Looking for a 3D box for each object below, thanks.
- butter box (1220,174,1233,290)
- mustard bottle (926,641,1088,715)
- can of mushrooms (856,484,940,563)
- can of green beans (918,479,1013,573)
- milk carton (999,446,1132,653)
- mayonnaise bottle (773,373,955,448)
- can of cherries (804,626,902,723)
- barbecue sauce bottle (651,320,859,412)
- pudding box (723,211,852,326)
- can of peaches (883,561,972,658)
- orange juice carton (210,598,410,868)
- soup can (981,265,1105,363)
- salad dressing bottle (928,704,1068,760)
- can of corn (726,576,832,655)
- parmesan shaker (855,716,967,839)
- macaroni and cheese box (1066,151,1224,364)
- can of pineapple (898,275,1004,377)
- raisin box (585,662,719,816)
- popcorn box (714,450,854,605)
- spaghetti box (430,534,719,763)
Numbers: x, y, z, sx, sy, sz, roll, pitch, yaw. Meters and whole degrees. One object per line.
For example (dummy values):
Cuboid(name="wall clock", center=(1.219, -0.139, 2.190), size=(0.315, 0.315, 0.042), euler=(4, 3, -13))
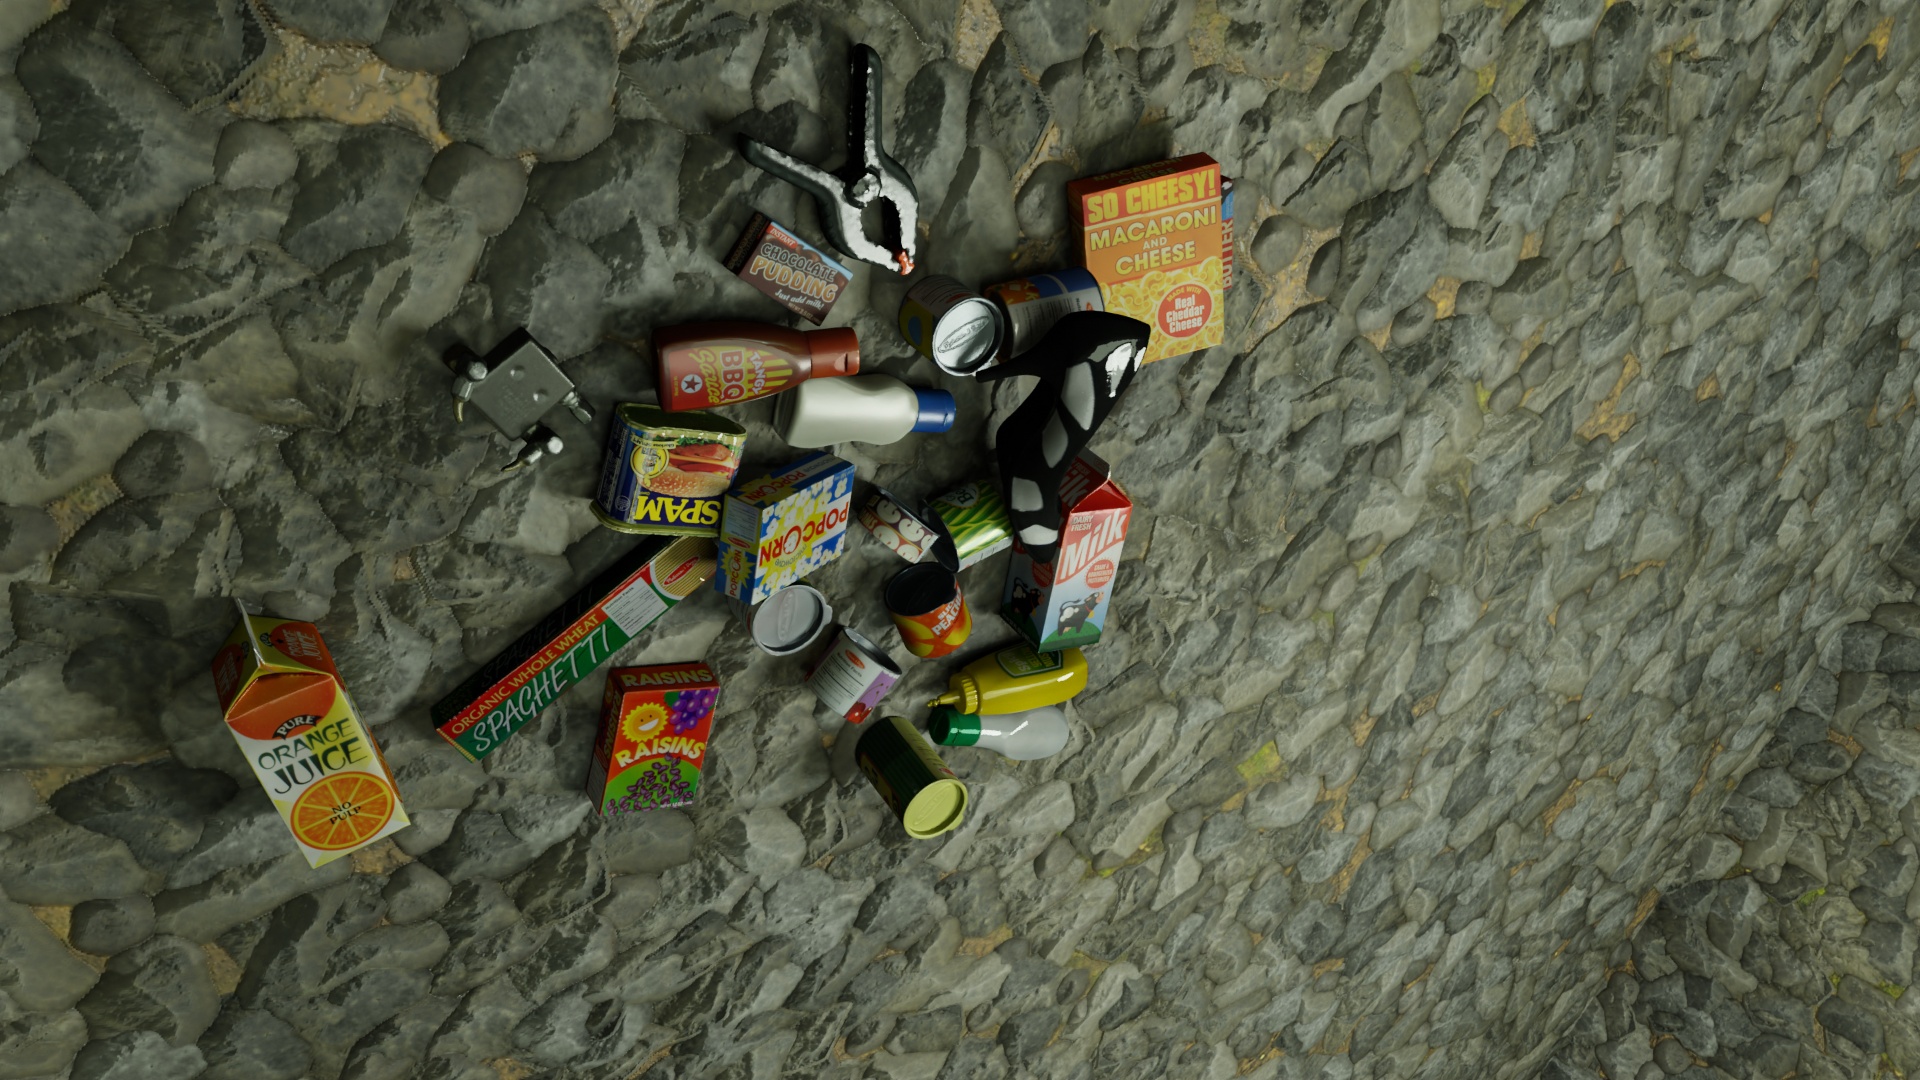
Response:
Cuboid(name="butter box", center=(0.213, -0.266, 1.224), size=(0.053, 0.024, 0.103), euler=(-23, 127, -21))
Cuboid(name="mustard bottle", center=(0.042, 0.136, 1.329), size=(0.161, 0.065, 0.048), euler=(-14, 129, -23))
Cuboid(name="can of mushrooms", center=(-0.054, -0.014, 1.168), size=(0.033, 0.071, 0.071), euler=(-51, 133, 4))
Cuboid(name="can of green beans", center=(0.005, -0.013, 1.209), size=(0.058, 0.071, 0.071), euler=(-26, 129, -19))
Cuboid(name="milk carton", center=(0.099, 0.002, 1.278), size=(0.073, 0.072, 0.189), euler=(-7, 120, -31))
Cuboid(name="mayonnaise bottle", center=(-0.074, -0.106, 1.115), size=(0.148, 0.041, 0.064), euler=(-2, 121, -35))
Cuboid(name="can of cherries", center=(-0.094, 0.119, 1.224), size=(0.058, 0.072, 0.071), euler=(-52, 133, 4))
Cuboid(name="barbecue sauce bottle", center=(-0.150, -0.133, 1.025), size=(0.149, 0.044, 0.064), euler=(-9, 131, -18))
Cuboid(name="pudding box", center=(-0.127, -0.200, 1.027), size=(0.083, 0.030, 0.049), euler=(28, 99, -42))
Cuboid(name="can of peaches", center=(-0.026, 0.062, 1.231), size=(0.071, 0.071, 0.057), euler=(-32, 132, -14))
Cuboid(name="orange juice carton", center=(-0.461, 0.130, 0.973), size=(0.073, 0.072, 0.191), euler=(-25, 129, -21))
Cuboid(name="soup can", center=(0.066, -0.186, 1.144), size=(0.084, 0.071, 0.071), euler=(-16, 125, -21))
Cuboid(name="salad dressing bottle", center=(0.038, 0.185, 1.370), size=(0.148, 0.044, 0.064), euler=(8, 114, -36))
Cuboid(name="can of corn", center=(-0.150, 0.052, 1.147), size=(0.071, 0.058, 0.070), euler=(-17, 125, -25))
Cuboid(name="parmesan shaker", center=(-0.046, 0.221, 1.293), size=(0.071, 0.103, 0.071), euler=(-17, 125, -25))
Cuboid(name="macaroni and cheese box", center=(0.158, -0.234, 1.179), size=(0.124, 0.040, 0.165), euler=(-15, 125, -9))
Cuboid(name="can of pineapple", center=(-0.008, -0.170, 1.108), size=(0.071, 0.058, 0.070), euler=(-17, 126, -25))
Cuboid(name="raisin box", center=(-0.256, 0.165, 1.158), size=(0.086, 0.040, 0.122), euler=(0, 118, -34))
Cuboid(name="popcorn box", center=(-0.137, -0.012, 1.094), size=(0.127, 0.038, 0.084), euler=(-32, 140, -54))
Cuboid(name="spaghetti box", center=(-0.295, 0.074, 1.081), size=(0.250, 0.029, 0.050), euler=(-39, 132, -8))
